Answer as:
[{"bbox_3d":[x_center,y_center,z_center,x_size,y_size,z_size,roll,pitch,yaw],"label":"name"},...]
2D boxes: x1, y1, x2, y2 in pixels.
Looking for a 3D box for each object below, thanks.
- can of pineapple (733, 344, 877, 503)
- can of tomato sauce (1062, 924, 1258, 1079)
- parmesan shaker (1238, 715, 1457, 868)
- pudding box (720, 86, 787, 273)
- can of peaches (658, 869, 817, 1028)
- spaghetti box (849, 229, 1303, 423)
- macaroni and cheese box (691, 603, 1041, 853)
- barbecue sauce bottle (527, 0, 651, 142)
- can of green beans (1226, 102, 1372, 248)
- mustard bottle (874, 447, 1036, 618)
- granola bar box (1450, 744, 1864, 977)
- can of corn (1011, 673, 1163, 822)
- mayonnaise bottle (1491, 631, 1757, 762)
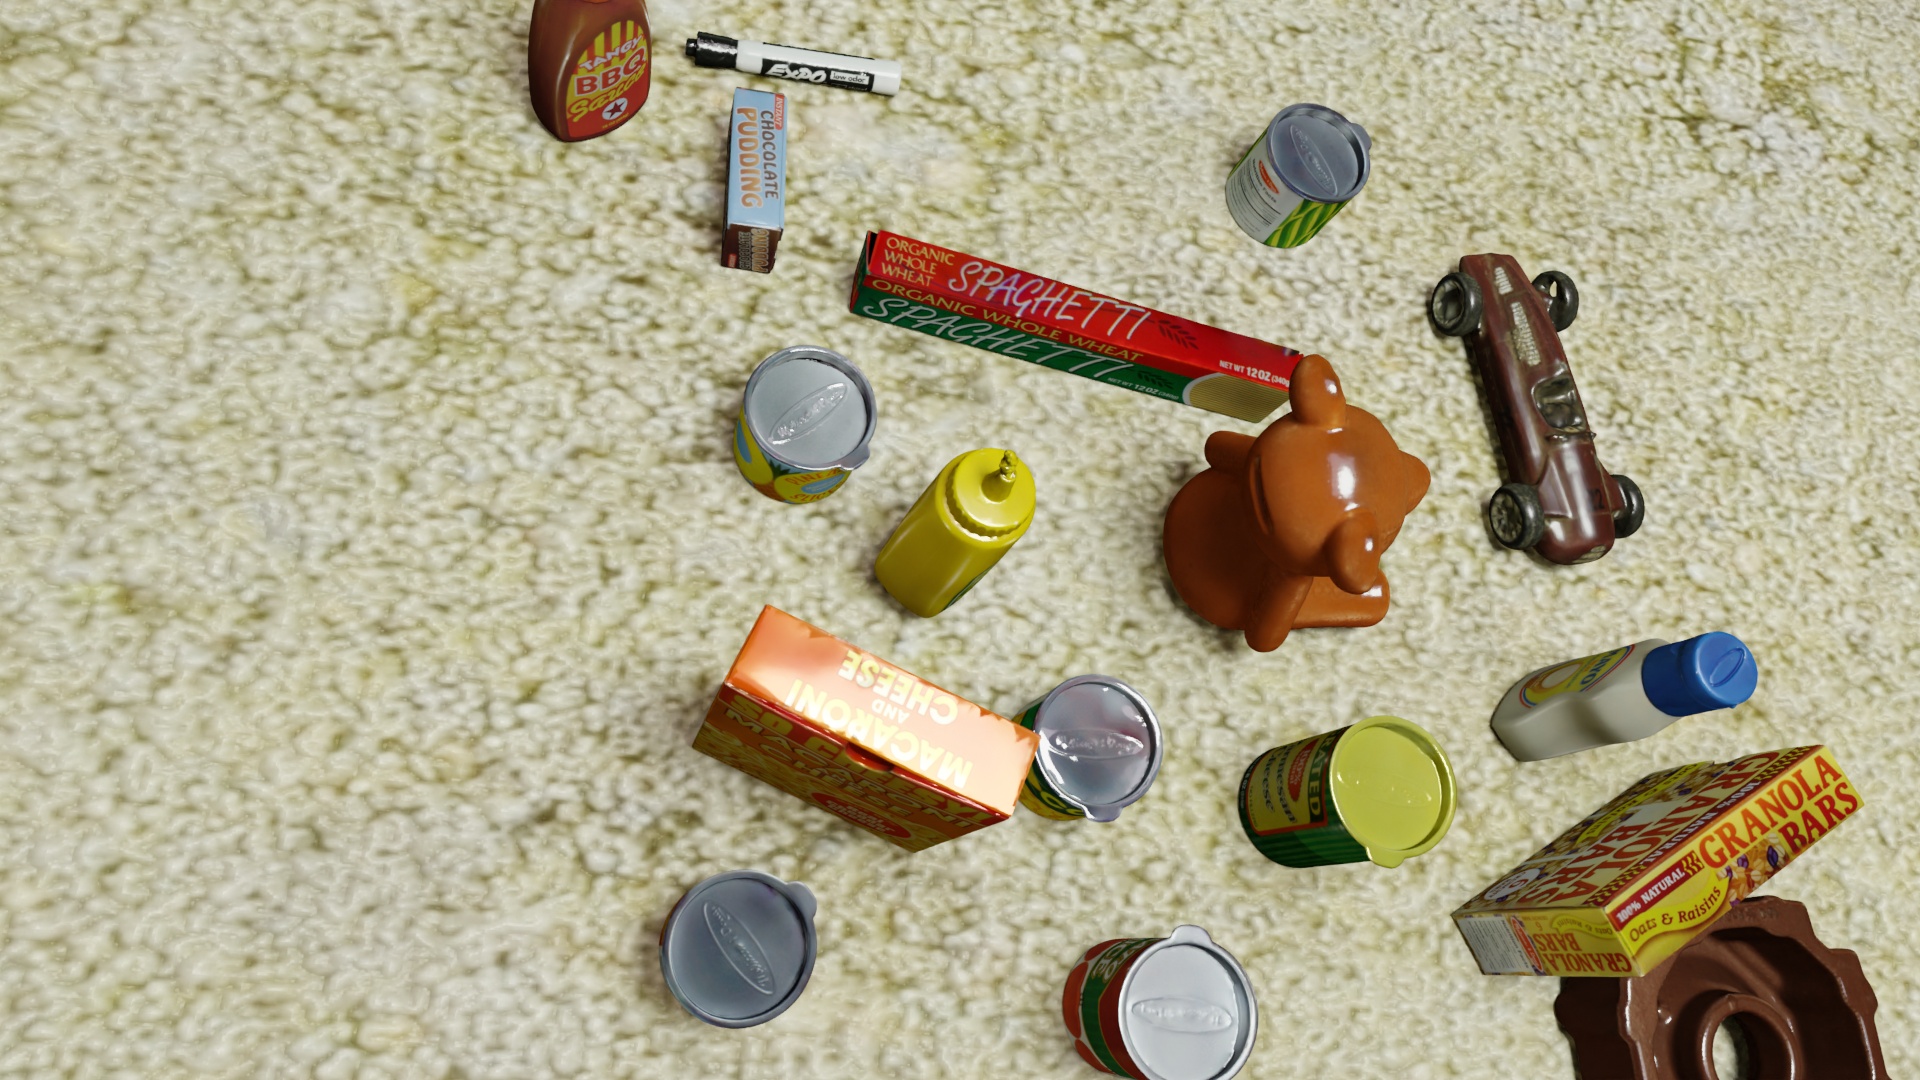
[{"bbox_3d":[-0.079,-0.056,0.703,0.071,0.057,0.071,4,72,-14],"label":"can of pineapple"},{"bbox_3d":[0.090,0.218,0.650,0.071,0.083,0.071,4,73,-14],"label":"can of tomato sauce"},{"bbox_3d":[0.189,0.131,0.693,0.071,0.102,0.071,4,73,-14],"label":"parmesan shaker"},{"bbox_3d":[-0.110,-0.192,0.742,0.030,0.049,0.084,4,72,-14],"label":"pudding box"},{"bbox_3d":[-0.099,0.182,0.624,0.071,0.058,0.071,4,72,-14],"label":"can of peaches"},{"bbox_3d":[0.063,-0.115,0.764,0.250,0.050,0.029,14,71,-11],"label":"spaghetti box"},{"bbox_3d":[-0.049,0.089,0.608,0.124,0.166,0.040,26,69,-6],"label":"macaroni and cheese box"},{"bbox_3d":[-0.184,-0.259,0.690,0.065,0.148,0.043,-36,86,-21],"label":"barbecue sauce bottle"},{"bbox_3d":[0.200,-0.216,0.828,0.071,0.057,0.071,4,72,-14],"label":"can of green beans"},{"bbox_3d":[0.002,-0.008,0.655,0.049,0.159,0.065,43,68,0],"label":"mustard bottle"},{"bbox_3d":[0.354,0.165,0.715,0.166,0.123,0.039,-26,82,-21],"label":"granola bar box"},{"bbox_3d":[0.059,0.107,0.690,0.071,0.058,0.071,4,72,-14],"label":"can of corn"},{"bbox_3d":[0.346,0.080,0.726,0.065,0.147,0.041,-37,86,-22],"label":"mayonnaise bottle"}]
